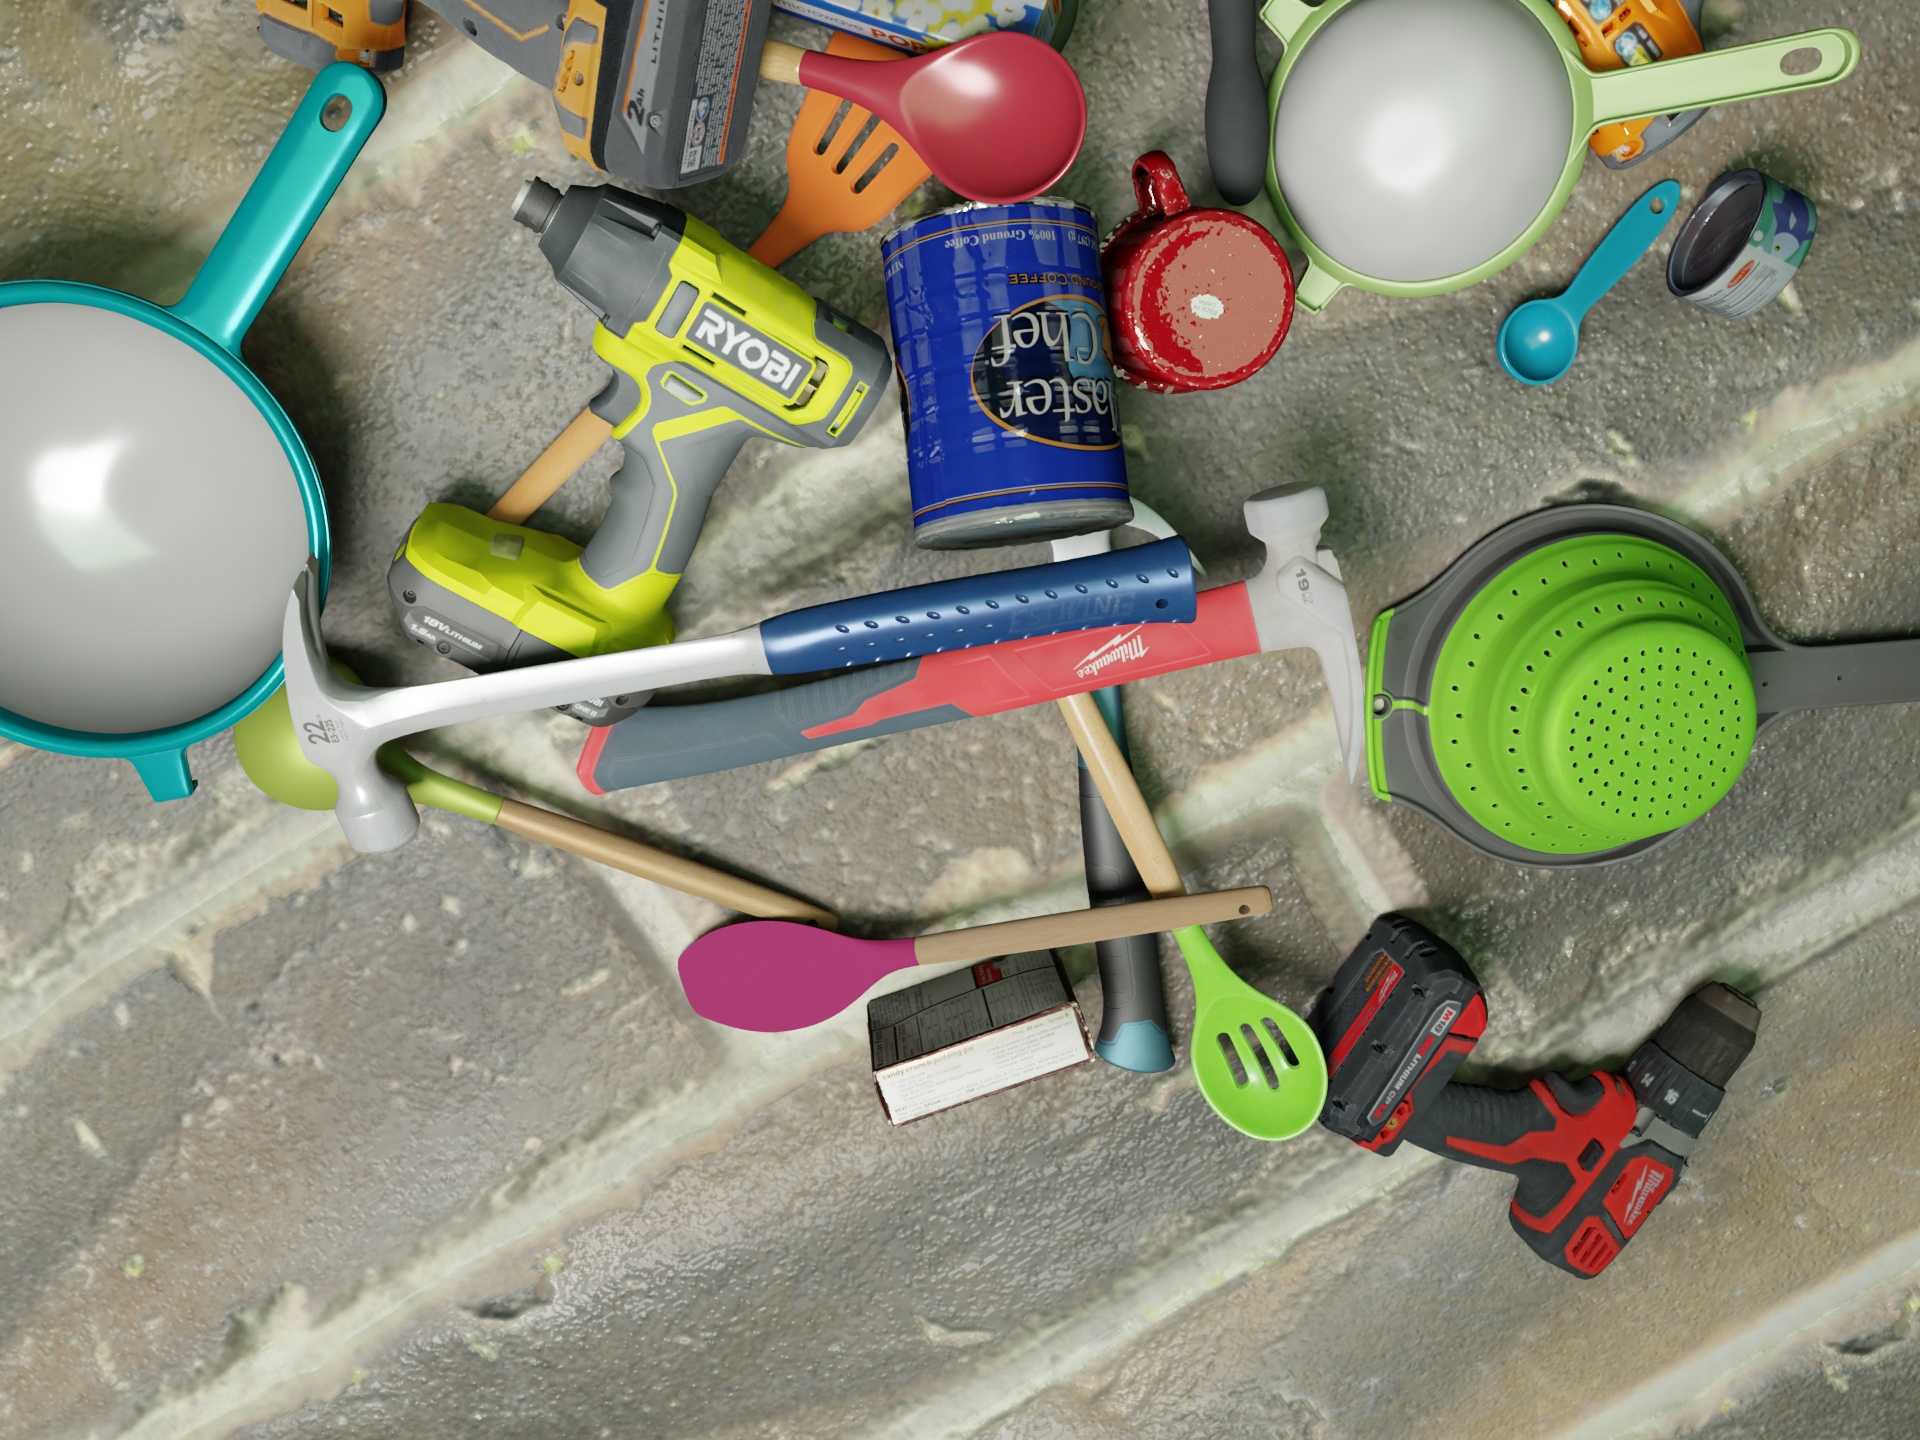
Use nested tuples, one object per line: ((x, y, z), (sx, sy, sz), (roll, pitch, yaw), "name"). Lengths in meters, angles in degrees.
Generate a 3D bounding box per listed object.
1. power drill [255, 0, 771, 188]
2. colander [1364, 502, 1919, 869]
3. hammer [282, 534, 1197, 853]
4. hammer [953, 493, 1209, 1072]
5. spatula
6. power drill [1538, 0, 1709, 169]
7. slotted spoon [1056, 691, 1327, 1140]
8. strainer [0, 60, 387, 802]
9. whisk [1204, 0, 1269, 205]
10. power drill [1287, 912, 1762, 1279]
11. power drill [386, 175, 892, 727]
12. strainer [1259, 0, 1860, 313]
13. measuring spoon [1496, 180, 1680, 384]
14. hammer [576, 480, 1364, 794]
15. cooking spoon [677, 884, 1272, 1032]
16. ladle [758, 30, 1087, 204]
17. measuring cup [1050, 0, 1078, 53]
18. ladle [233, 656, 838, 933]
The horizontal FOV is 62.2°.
((-0.188, -0.336, 0.647), (0.226, 0.084, 0.185), (25, 124, 12), "power drill")
((0.418, -0.011, 0.828), (0.397, 0.094, 0.204), (-4, 105, -4), "colander")
((-0.098, -0.035, 0.709), (0.405, 0.035, 0.144), (-10, 124, 1), "hammer")
((0.076, 0.035, 0.842), (0.128, 0.033, 0.331), (-9, 105, -2), "hammer")
((-0.133, -0.188, 0.760), (0.322, 0.041, 0.081), (-44, 89, 8), "spatula")
((0.345, -0.394, 0.731), (0.226, 0.084, 0.164), (-43, 104, 11), "power drill")
((0.107, 0.082, 0.826), (0.070, 0.031, 0.313), (-23, 104, 18), "slotted spoon")
((-0.350, -0.146, 0.722), (0.211, 0.095, 0.340), (34, 100, -14), "strainer")
((0.119, -0.380, 0.716), (0.070, 0.070, 0.284), (-6, 104, -4), "whisk")
((0.320, 0.193, 0.885), (0.226, 0.080, 0.188), (29, 100, -15), "power drill")
((-0.160, -0.121, 0.724), (0.171, 0.080, 0.223), (28, 113, -22), "power drill")
((0.256, -0.270, 0.706), (0.256, 0.069, 0.151), (-3, 109, 24), "strainer")
((0.318, -0.223, 0.808), (0.042, 0.021, 0.128), (42, 88, -13), "measuring spoon")
((-0.001, -0.002, 0.782), (0.386, 0.038, 0.143), (-13, 105, 11), "hammer")
((0.003, 0.117, 0.831), (0.319, 0.017, 0.068), (-10, 110, 13), "cooking spoon")
((-0.092, -0.290, 0.695), (0.315, 0.031, 0.069), (18, 105, 12), "ladle")
((-0.025, -0.346, 0.729), (0.167, 0.038, 0.083), (15, 103, -11), "measuring cup")
((-0.212, 0.051, 0.822), (0.320, 0.062, 0.078), (22, 103, -17), "ladle")
